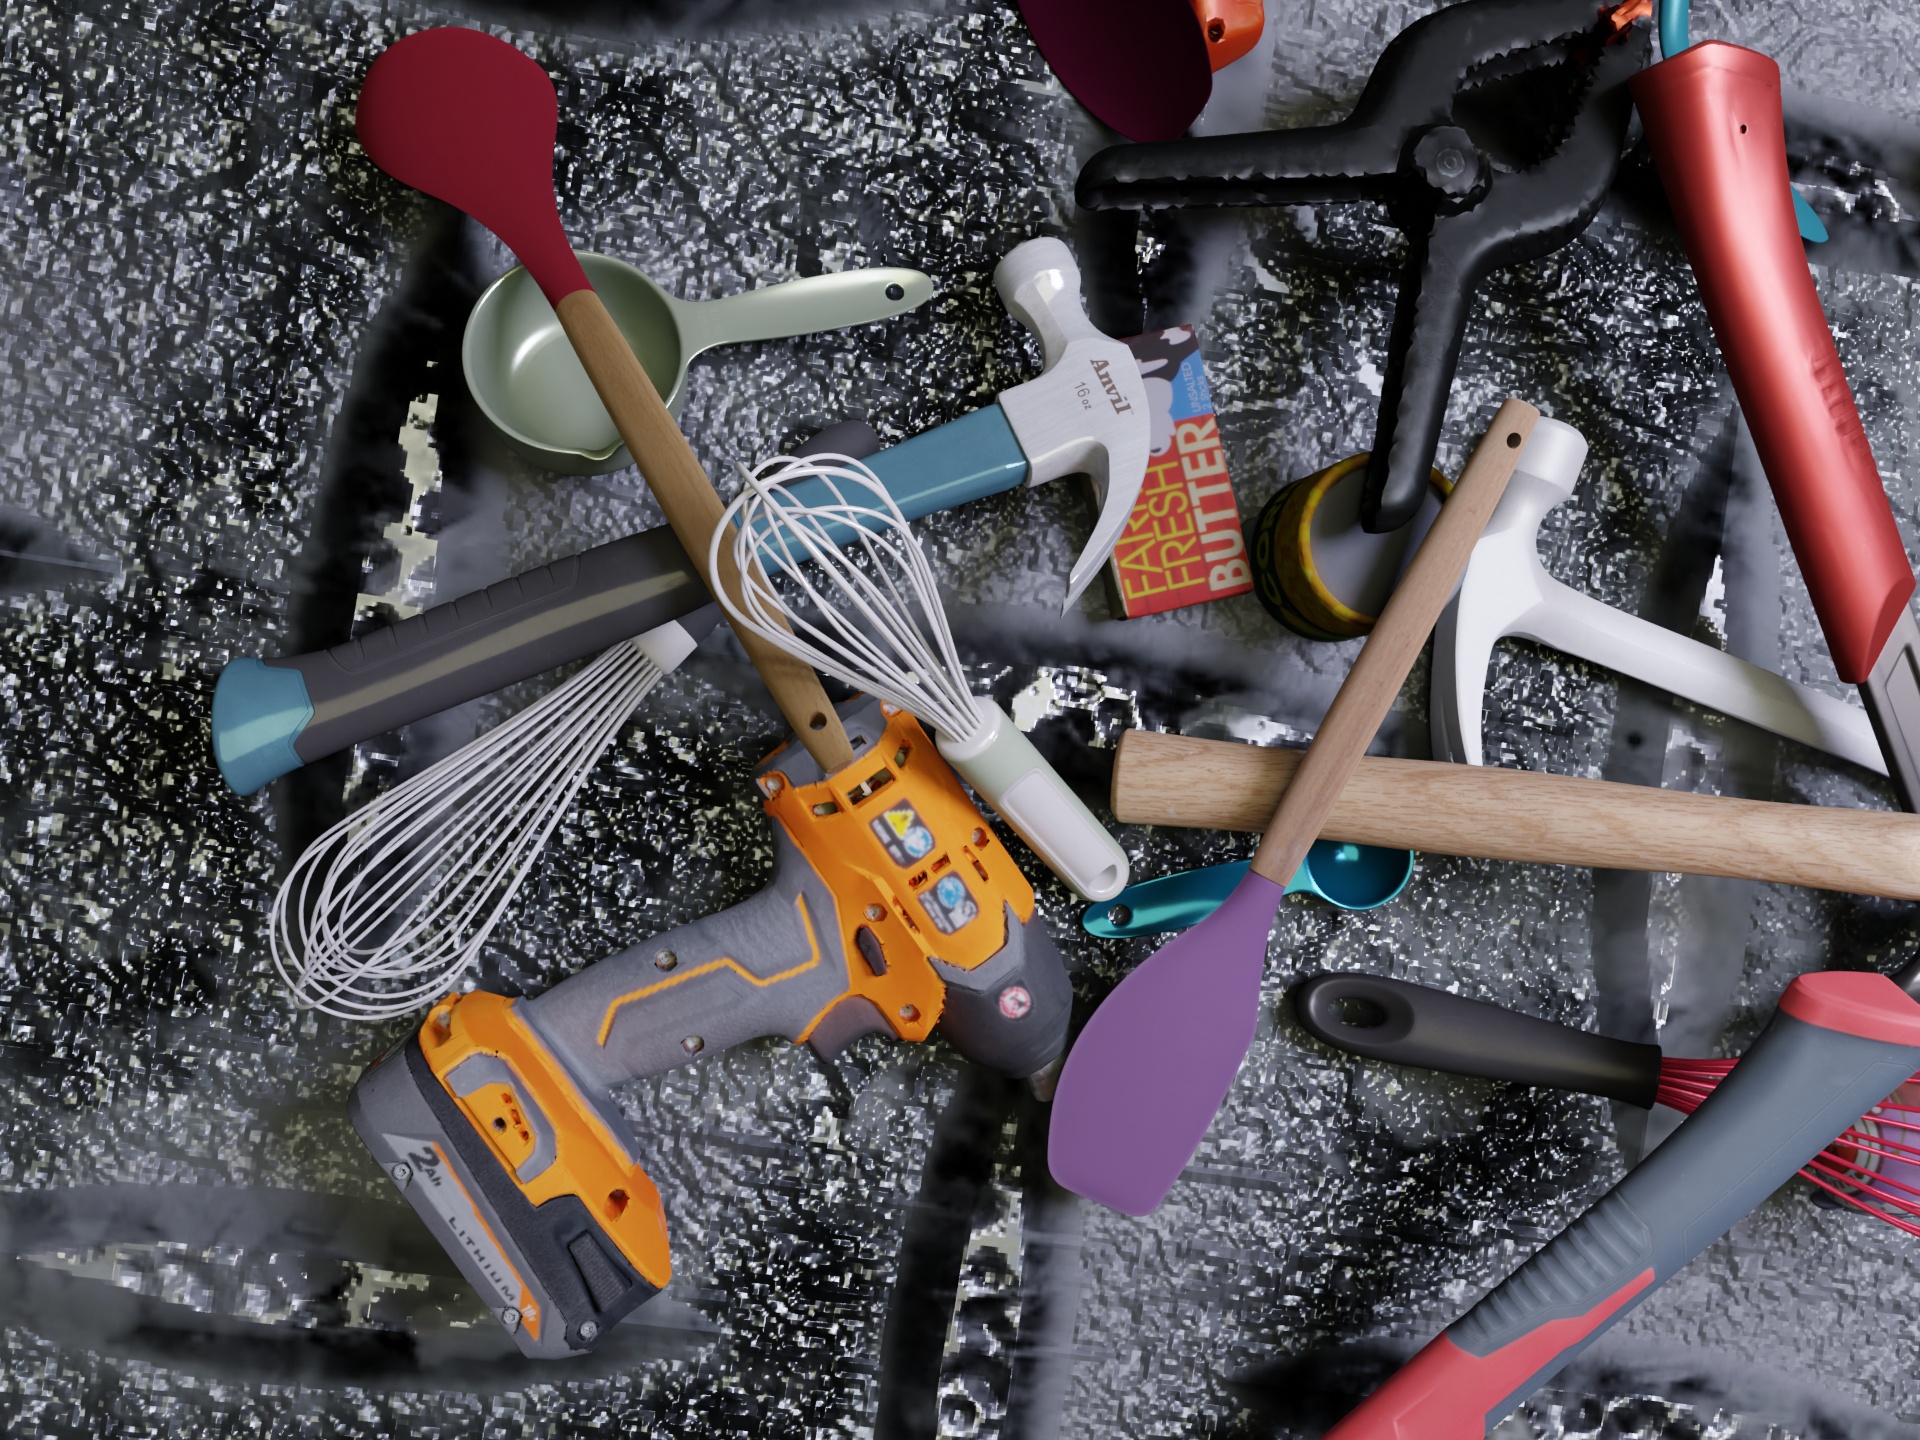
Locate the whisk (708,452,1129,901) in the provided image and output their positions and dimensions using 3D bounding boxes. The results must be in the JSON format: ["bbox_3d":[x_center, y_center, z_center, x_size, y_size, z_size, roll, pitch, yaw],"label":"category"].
[{"bbox_3d":[-0.001,-0.002,0.517,0.058,0.059,0.246,-42,135,0],"label":"whisk"}]

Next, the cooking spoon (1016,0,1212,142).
[{"bbox_3d":[-0.007,-0.348,0.584,0.017,0.068,0.319,-35,89,-32],"label":"cooking spoon"}]

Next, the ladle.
[{"bbox_3d":[-0.117,-0.117,0.526,0.069,0.031,0.315,-29,76,-11],"label":"ladle"}]

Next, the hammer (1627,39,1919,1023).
[{"bbox_3d":[0.307,-0.061,0.568,0.149,0.037,0.359,-26,100,-1],"label":"hammer"}]

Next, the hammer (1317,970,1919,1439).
[{"bbox_3d":[0.184,0.236,0.545,0.143,0.038,0.386,41,104,-5],"label":"hammer"}]

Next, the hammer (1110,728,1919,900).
[{"bbox_3d":[0.218,0.033,0.555,0.331,0.031,0.130,6,90,15],"label":"hammer"}]

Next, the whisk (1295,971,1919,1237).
[{"bbox_3d":[0.267,0.132,0.565,0.296,0.073,0.073,10,88,17],"label":"whisk"}]

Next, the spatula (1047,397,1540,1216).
[{"bbox_3d":[0.117,0.031,0.554,0.059,0.018,0.316,27,95,-11],"label":"spatula"}]

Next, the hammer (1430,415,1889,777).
[{"bbox_3d":[0.374,0.020,0.628,0.405,0.035,0.144,21,87,-6],"label":"hammer"}]

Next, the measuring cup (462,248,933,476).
[{"bbox_3d":[-0.092,-0.134,0.573,0.167,0.038,0.083,-14,79,-11],"label":"measuring cup"}]

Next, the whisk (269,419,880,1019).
[{"bbox_3d":[-0.130,-0.006,0.565,0.070,0.070,0.284,44,80,-4],"label":"whisk"}]

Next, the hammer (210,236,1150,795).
[{"bbox_3d":[-0.088,-0.056,0.537,0.331,0.033,0.128,-22,74,-9],"label":"hammer"}]

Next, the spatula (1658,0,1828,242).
[{"bbox_3d":[0.277,-0.334,0.599,0.044,0.082,0.317,-7,98,37],"label":"spatula"}]

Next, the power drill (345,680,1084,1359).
[{"bbox_3d":[-0.072,0.114,0.556,0.226,0.084,0.164,-36,95,-9],"label":"power drill"}]

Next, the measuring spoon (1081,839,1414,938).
[{"bbox_3d":[0.108,0.061,0.610,0.128,0.021,0.042,-14,92,3],"label":"measuring spoon"}]
